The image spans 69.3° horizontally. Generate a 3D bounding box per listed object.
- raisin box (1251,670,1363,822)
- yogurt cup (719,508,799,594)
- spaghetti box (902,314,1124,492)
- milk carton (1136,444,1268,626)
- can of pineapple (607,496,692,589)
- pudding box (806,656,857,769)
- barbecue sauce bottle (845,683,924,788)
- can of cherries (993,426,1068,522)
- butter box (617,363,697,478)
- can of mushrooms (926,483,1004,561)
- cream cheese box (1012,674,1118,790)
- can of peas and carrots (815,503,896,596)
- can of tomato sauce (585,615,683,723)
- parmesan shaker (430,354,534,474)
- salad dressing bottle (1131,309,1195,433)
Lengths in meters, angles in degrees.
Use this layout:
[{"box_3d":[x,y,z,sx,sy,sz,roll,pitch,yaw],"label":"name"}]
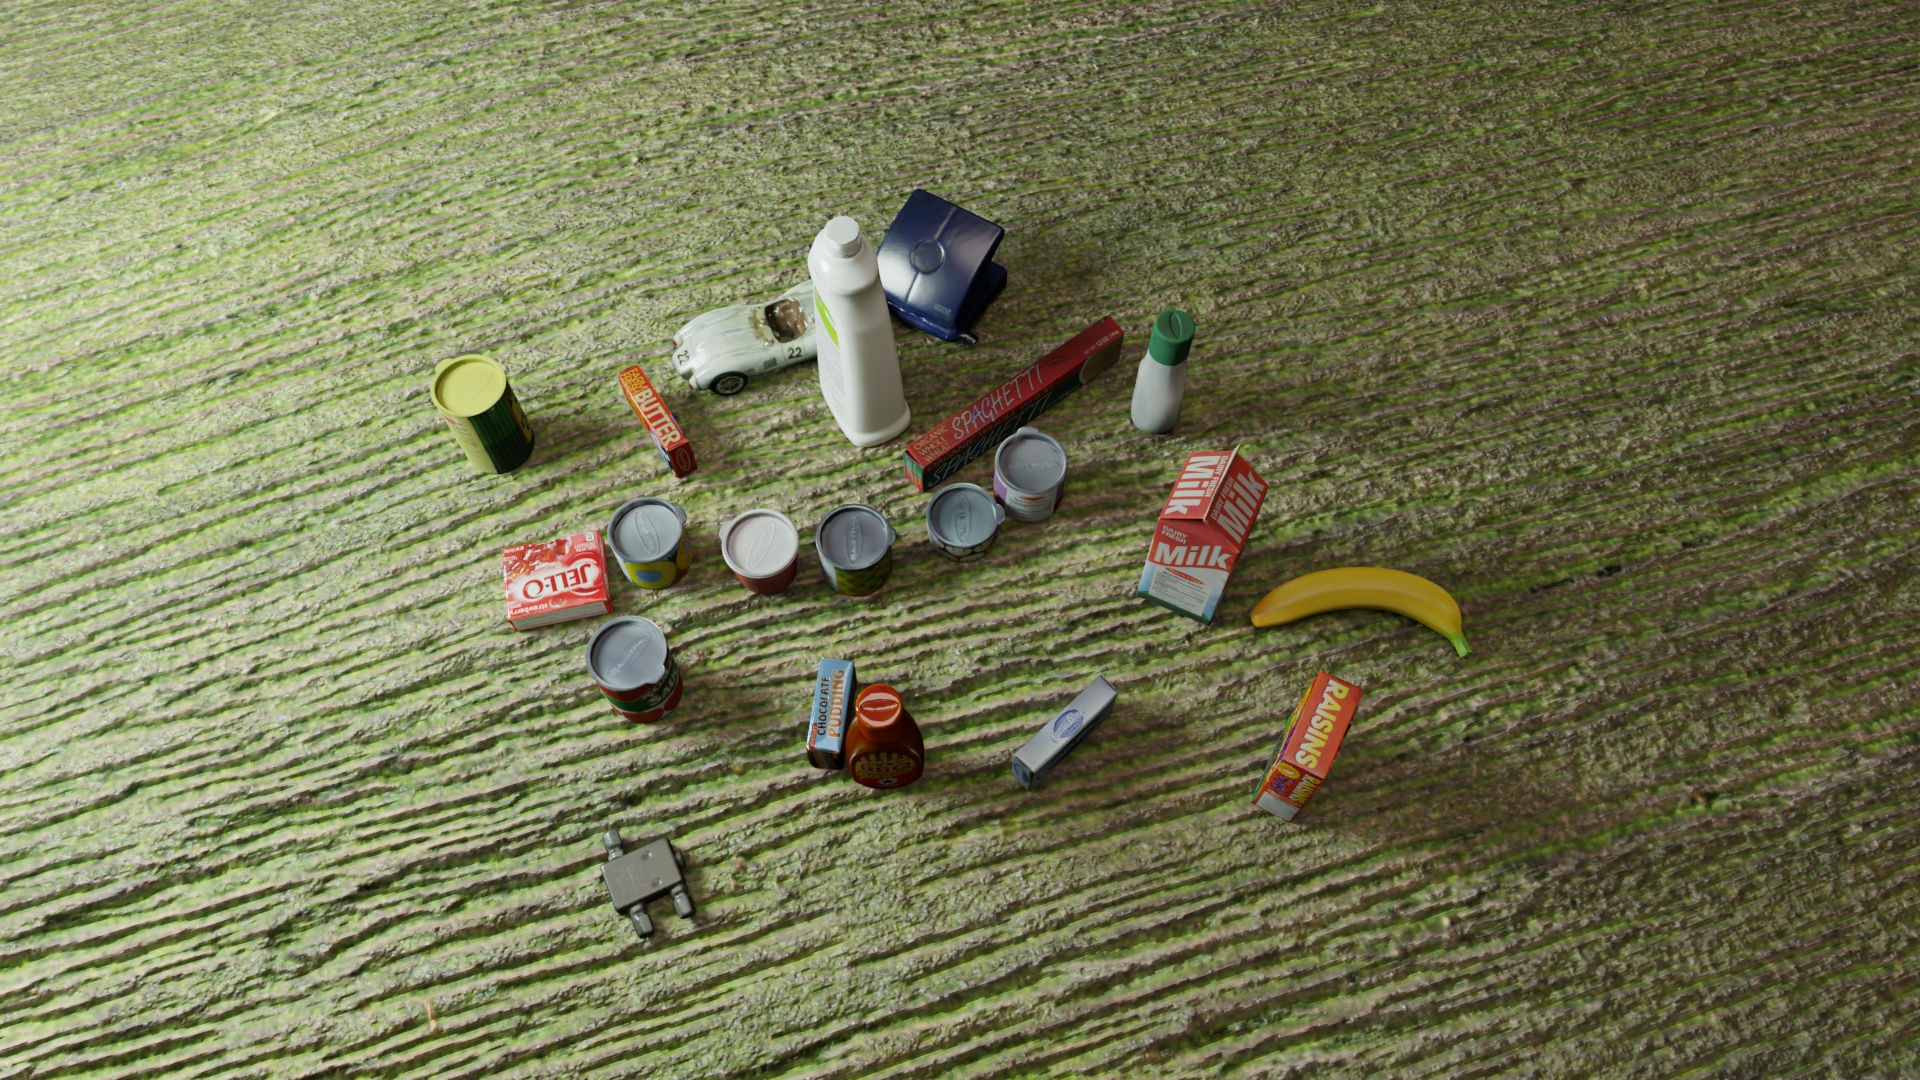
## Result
[{"box_3d":[0.280,0.169,1.125,0.040,0.123,0.086,26,66,12],"label":"raisin box"},{"box_3d":[-0.176,0.013,1.241,0.072,0.053,0.073,0,63,0],"label":"yogurt cup"},{"box_3d":[0.052,-0.131,1.321,0.251,0.050,0.029,-35,68,-17],"label":"spaghetti box"},{"box_3d":[0.206,-0.007,1.179,0.073,0.189,0.072,23,65,11],"label":"milk carton"},{"box_3d":[-0.275,0.003,1.243,0.071,0.057,0.071,0,63,0],"label":"can of pineapple"},{"box_3d":[-0.109,0.146,1.175,0.030,0.049,0.084,6,63,3],"label":"pudding box"},{"box_3d":[-0.062,0.157,1.114,0.065,0.148,0.044,-4,63,-2],"label":"barbecue sauce bottle"},{"box_3d":[0.064,-0.060,1.279,0.071,0.058,0.072,0,63,0],"label":"can of cherries"},{"box_3d":[-0.285,-0.112,1.306,0.024,0.053,0.104,-30,67,-15],"label":"butter box"},{"box_3d":[0.005,-0.016,1.270,0.071,0.033,0.071,0,63,0],"label":"can of mushrooms"},{"box_3d":[0.087,0.162,1.166,0.104,0.053,0.024,-40,70,-19],"label":"cream cheese box"},{"box_3d":[-0.092,0.009,1.241,0.071,0.058,0.071,0,63,0],"label":"can of peas and carrots"},{"box_3d":[-0.272,0.111,1.173,0.071,0.082,0.071,0,63,0],"label":"can of tomato sauce"},{"box_3d":[-0.439,-0.117,1.278,0.071,0.102,0.071,0,63,0],"label":"parmesan shaker"},{"box_3d":[0.187,-0.155,1.280,0.044,0.147,0.064,-4,63,-2],"label":"salad dressing bottle"}]
